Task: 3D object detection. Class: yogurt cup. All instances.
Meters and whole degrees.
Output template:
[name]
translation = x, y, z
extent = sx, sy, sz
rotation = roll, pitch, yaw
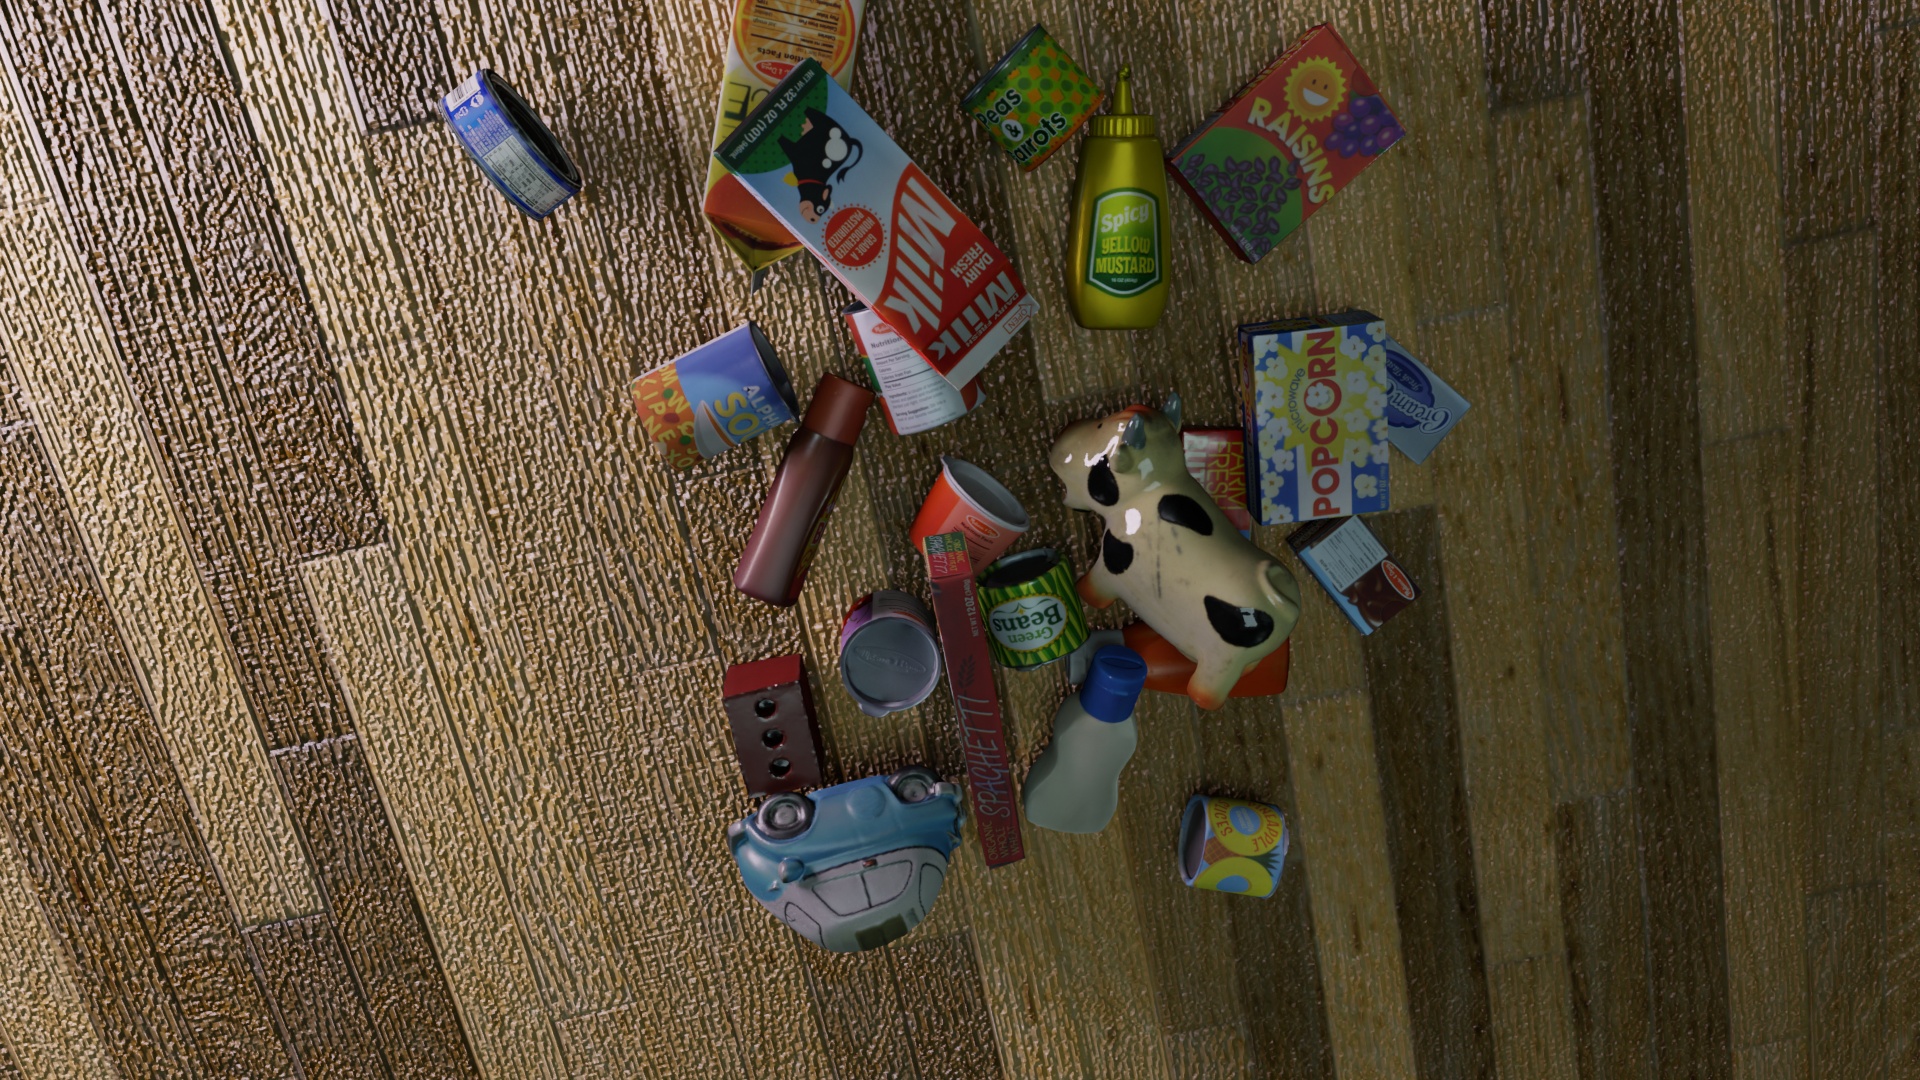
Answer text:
[yogurt cup]
translation = 0.003, -0.011, 0.901
extent = 0.072, 0.073, 0.053
rotation = 34, 109, -12

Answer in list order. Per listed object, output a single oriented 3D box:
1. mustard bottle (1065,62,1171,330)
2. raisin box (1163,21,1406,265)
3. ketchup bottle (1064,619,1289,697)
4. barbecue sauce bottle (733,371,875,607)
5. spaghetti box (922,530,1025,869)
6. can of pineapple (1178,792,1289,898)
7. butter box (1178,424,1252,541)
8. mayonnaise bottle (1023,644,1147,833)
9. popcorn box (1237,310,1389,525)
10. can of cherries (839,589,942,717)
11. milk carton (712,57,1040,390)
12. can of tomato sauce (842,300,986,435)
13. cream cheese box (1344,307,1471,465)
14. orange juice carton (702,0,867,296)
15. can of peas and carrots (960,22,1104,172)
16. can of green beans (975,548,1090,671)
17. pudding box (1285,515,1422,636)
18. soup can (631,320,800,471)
[mustard bottle]
translation = 0.098, -0.211, 0.857
extent = 0.065, 0.049, 0.159
rotation = -3, 106, -5
[raisin box]
translation = 0.199, -0.245, 0.860
extent = 0.123, 0.040, 0.086
rotation = -40, 104, 7
[ketchup bottle]
translation = 0.146, 0.076, 0.945
extent = 0.149, 0.043, 0.064
rotation = -2, 103, -3
[barbecue sauce bottle]
translation = -0.099, -0.033, 0.889
extent = 0.044, 0.065, 0.148
rotation = 22, 95, -4
[spaghetti box]
translation = 0.010, 0.110, 0.909
extent = 0.029, 0.050, 0.248
rotation = -11, 122, 0
[can of pineapple]
translation = 0.190, 0.213, 0.975
extent = 0.058, 0.071, 0.070
rotation = 10, 105, -6
[butter box]
translation = 0.168, -0.026, 0.928
extent = 0.053, 0.024, 0.103
rotation = -1, 106, -4
[mayonnaise bottle]
translation = 0.088, 0.135, 0.934
extent = 0.065, 0.041, 0.147
rotation = 10, 126, -8
[popcorn box]
translation = 0.225, -0.077, 0.884
extent = 0.085, 0.038, 0.126
rotation = -7, 107, -1
[can of cherries]
translation = -0.049, 0.074, 0.923
extent = 0.071, 0.058, 0.071
rotation = -1, 107, -5
[milk carton]
translation = -0.042, -0.172, 0.774
extent = 0.072, 0.073, 0.190
rotation = -46, 110, 2
[can of tomato sauce]
translation = -0.027, -0.117, 0.868
extent = 0.071, 0.071, 0.083
rotation = -21, 107, 2
[cream cheese box]
translation = 0.280, -0.101, 0.914
extent = 0.104, 0.024, 0.053
rotation = 36, 102, -13
[orange juice carton]
translation = -0.105, -0.242, 0.822
extent = 0.073, 0.072, 0.192
rotation = 10, 105, -7
[can of peas and carrots]
translation = 0.042, -0.262, 0.828
extent = 0.058, 0.071, 0.071
rotation = 43, 99, -14
[can of green beans]
translation = 0.047, 0.044, 0.917
extent = 0.071, 0.071, 0.057
rotation = -18, 106, 1
[pudding box]
translation = 0.267, 0.018, 0.945
extent = 0.049, 0.030, 0.083
rotation = -41, 105, 6
[soup can]
translation = -0.151, -0.087, 0.864
extent = 0.084, 0.071, 0.071
rotation = -26, 106, 4
